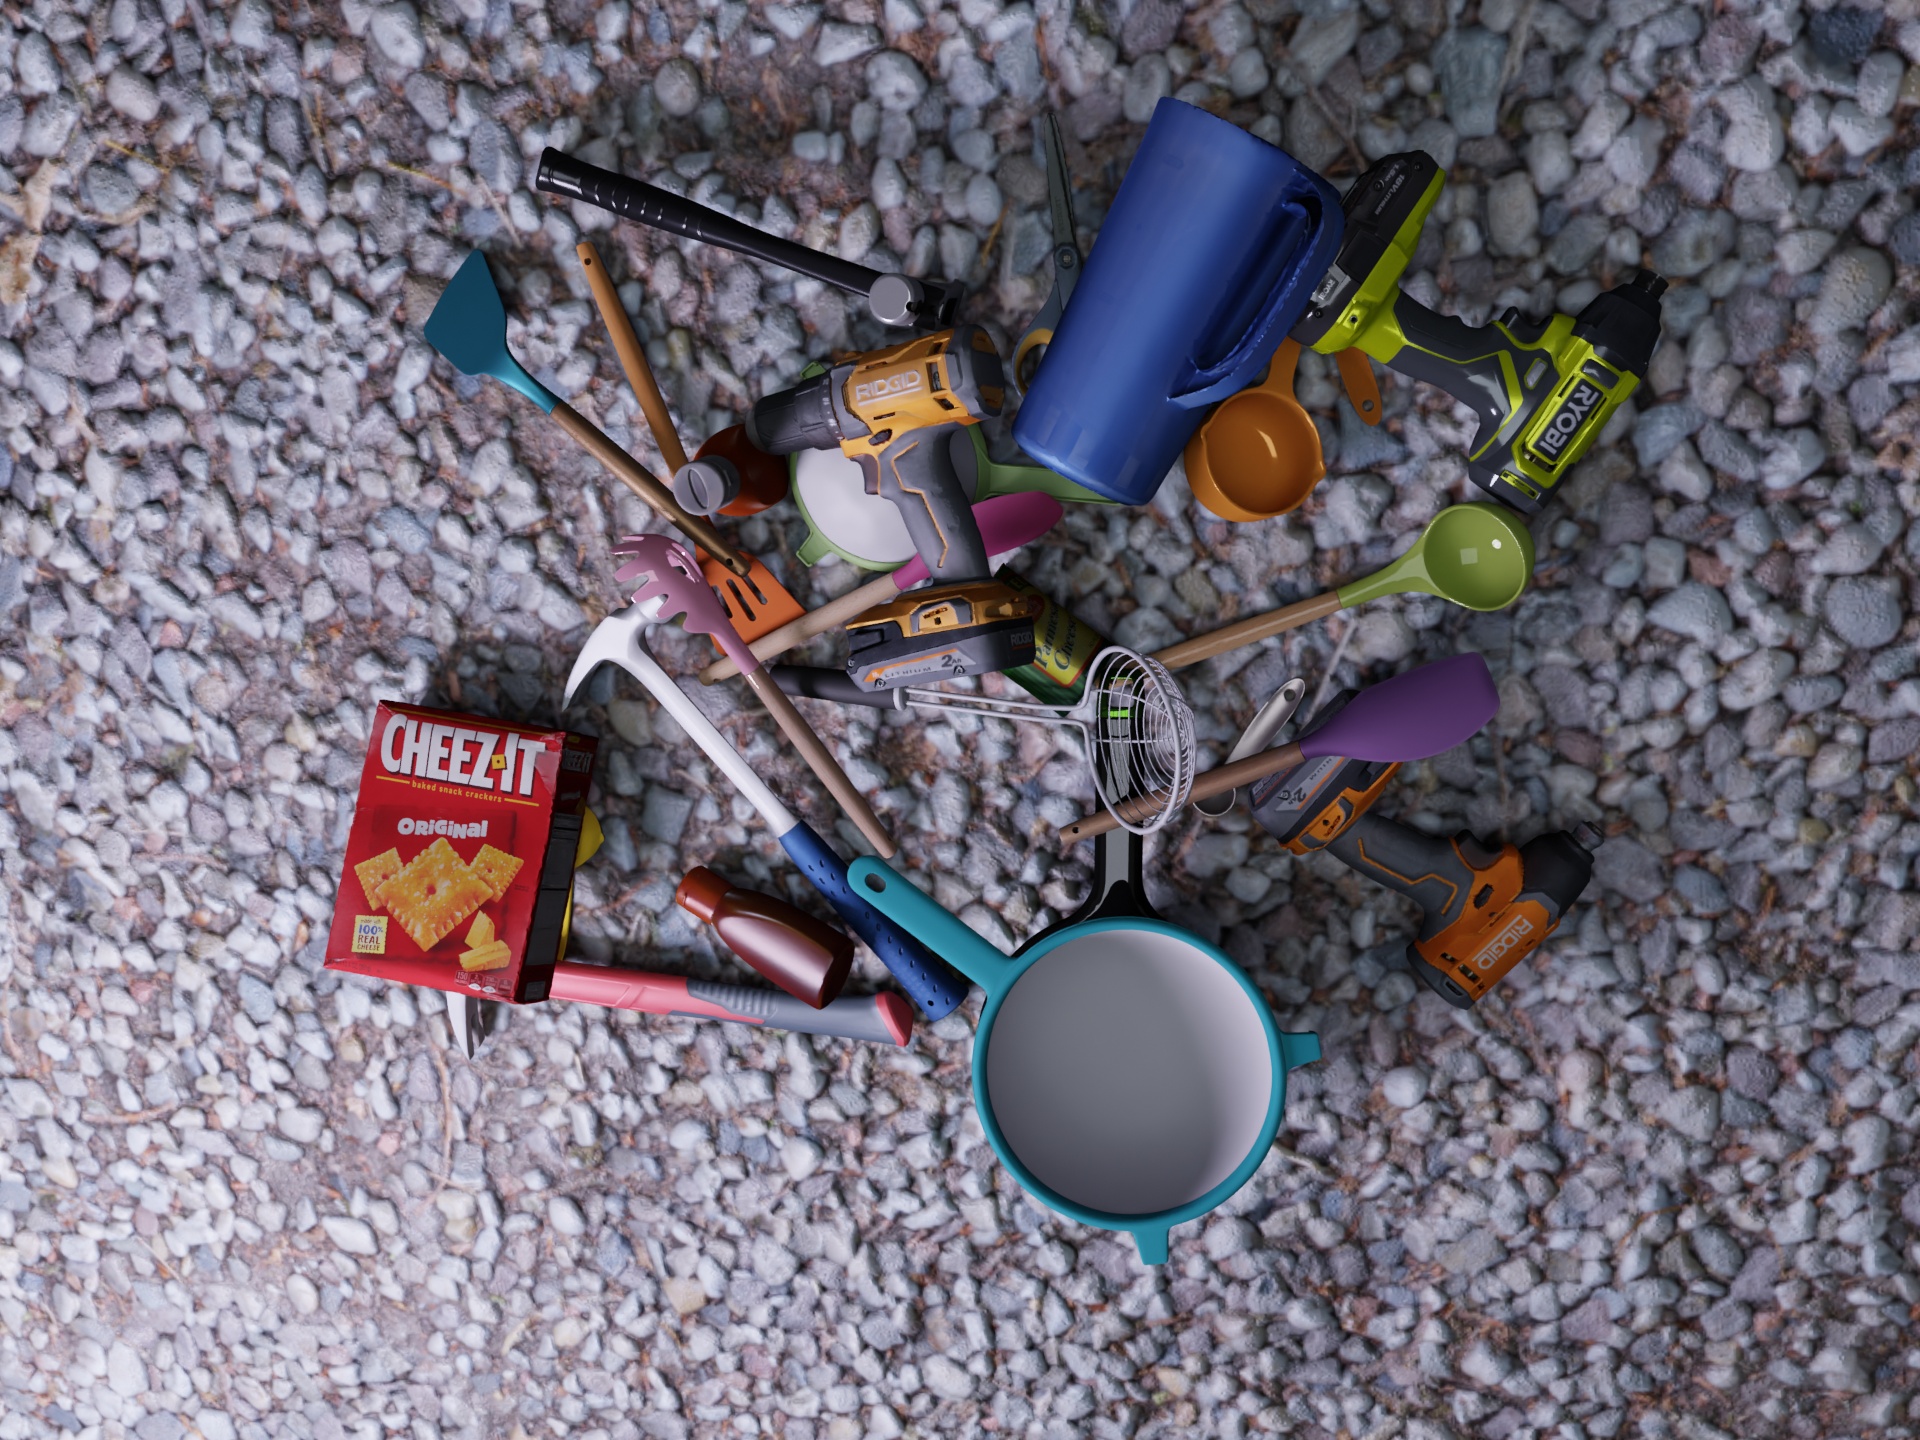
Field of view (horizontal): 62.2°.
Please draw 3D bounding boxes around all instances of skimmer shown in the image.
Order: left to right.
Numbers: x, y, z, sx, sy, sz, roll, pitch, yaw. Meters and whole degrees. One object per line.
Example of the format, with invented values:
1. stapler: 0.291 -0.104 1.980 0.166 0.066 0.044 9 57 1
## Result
1. skimmer: -0.002 -0.004 1.121 0.363 0.090 0.127 8 111 26

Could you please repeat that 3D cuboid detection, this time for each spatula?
1. spatula: -0.272 -0.215 1.174 0.317 0.044 0.082 41 110 0
2. spatula: -0.213 -0.203 1.190 0.081 0.041 0.322 -21 97 16
3. spatula: 0.213 0.031 1.097 0.316 0.018 0.060 -21 77 19

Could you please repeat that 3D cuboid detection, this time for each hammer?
1. hammer: -0.231 0.238 1.301 0.386 0.038 0.143 7 117 6
2. hammer: -0.152 -0.336 1.104 0.335 0.146 0.035 23 108 15
3. hammer: -0.144 0.078 1.239 0.144 0.035 0.405 -37 99 29

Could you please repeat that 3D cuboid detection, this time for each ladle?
1. ladle: 0.243 -0.074 1.126 0.320 0.062 0.078 -19 101 17

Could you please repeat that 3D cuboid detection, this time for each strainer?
1. strainer: -0.006 -0.171 1.135 0.256 0.069 0.151 6 106 10
2. strainer: 0.066 0.200 1.116 0.340 0.095 0.211 36 93 7

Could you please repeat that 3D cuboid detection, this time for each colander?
1. colander: 0.120 0.159 1.201 0.204 0.094 0.397 1 92 8

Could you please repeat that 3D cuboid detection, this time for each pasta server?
1. pasta server: -0.145 -0.014 1.187 0.040 0.060 0.316 -25 113 26

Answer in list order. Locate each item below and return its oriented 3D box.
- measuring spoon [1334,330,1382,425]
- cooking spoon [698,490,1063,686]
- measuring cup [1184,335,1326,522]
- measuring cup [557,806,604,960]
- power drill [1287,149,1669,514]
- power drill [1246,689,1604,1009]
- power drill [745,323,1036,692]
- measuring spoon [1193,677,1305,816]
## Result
1. measuring spoon: 0.265 -0.258 1.096 0.021 0.011 0.117 -23 104 6
2. cooking spoon: -0.067 -0.092 1.176 0.319 0.068 0.017 -24 60 23
3. measuring cup: 0.207 -0.220 1.098 0.095 0.052 0.174 15 82 -15
4. measuring cup: -0.331 0.140 1.299 0.062 0.029 0.156 13 107 6
5. power drill: 0.338 -0.265 1.043 0.223 0.080 0.171 32 101 -6
6. power drill: 0.338 0.082 1.141 0.226 0.084 0.164 41 106 -6
7. power drill: -0.049 -0.136 1.069 0.185 0.084 0.226 -8 93 26
8. measuring spoon: 0.216 0.019 1.180 0.034 0.018 0.124 39 102 13
